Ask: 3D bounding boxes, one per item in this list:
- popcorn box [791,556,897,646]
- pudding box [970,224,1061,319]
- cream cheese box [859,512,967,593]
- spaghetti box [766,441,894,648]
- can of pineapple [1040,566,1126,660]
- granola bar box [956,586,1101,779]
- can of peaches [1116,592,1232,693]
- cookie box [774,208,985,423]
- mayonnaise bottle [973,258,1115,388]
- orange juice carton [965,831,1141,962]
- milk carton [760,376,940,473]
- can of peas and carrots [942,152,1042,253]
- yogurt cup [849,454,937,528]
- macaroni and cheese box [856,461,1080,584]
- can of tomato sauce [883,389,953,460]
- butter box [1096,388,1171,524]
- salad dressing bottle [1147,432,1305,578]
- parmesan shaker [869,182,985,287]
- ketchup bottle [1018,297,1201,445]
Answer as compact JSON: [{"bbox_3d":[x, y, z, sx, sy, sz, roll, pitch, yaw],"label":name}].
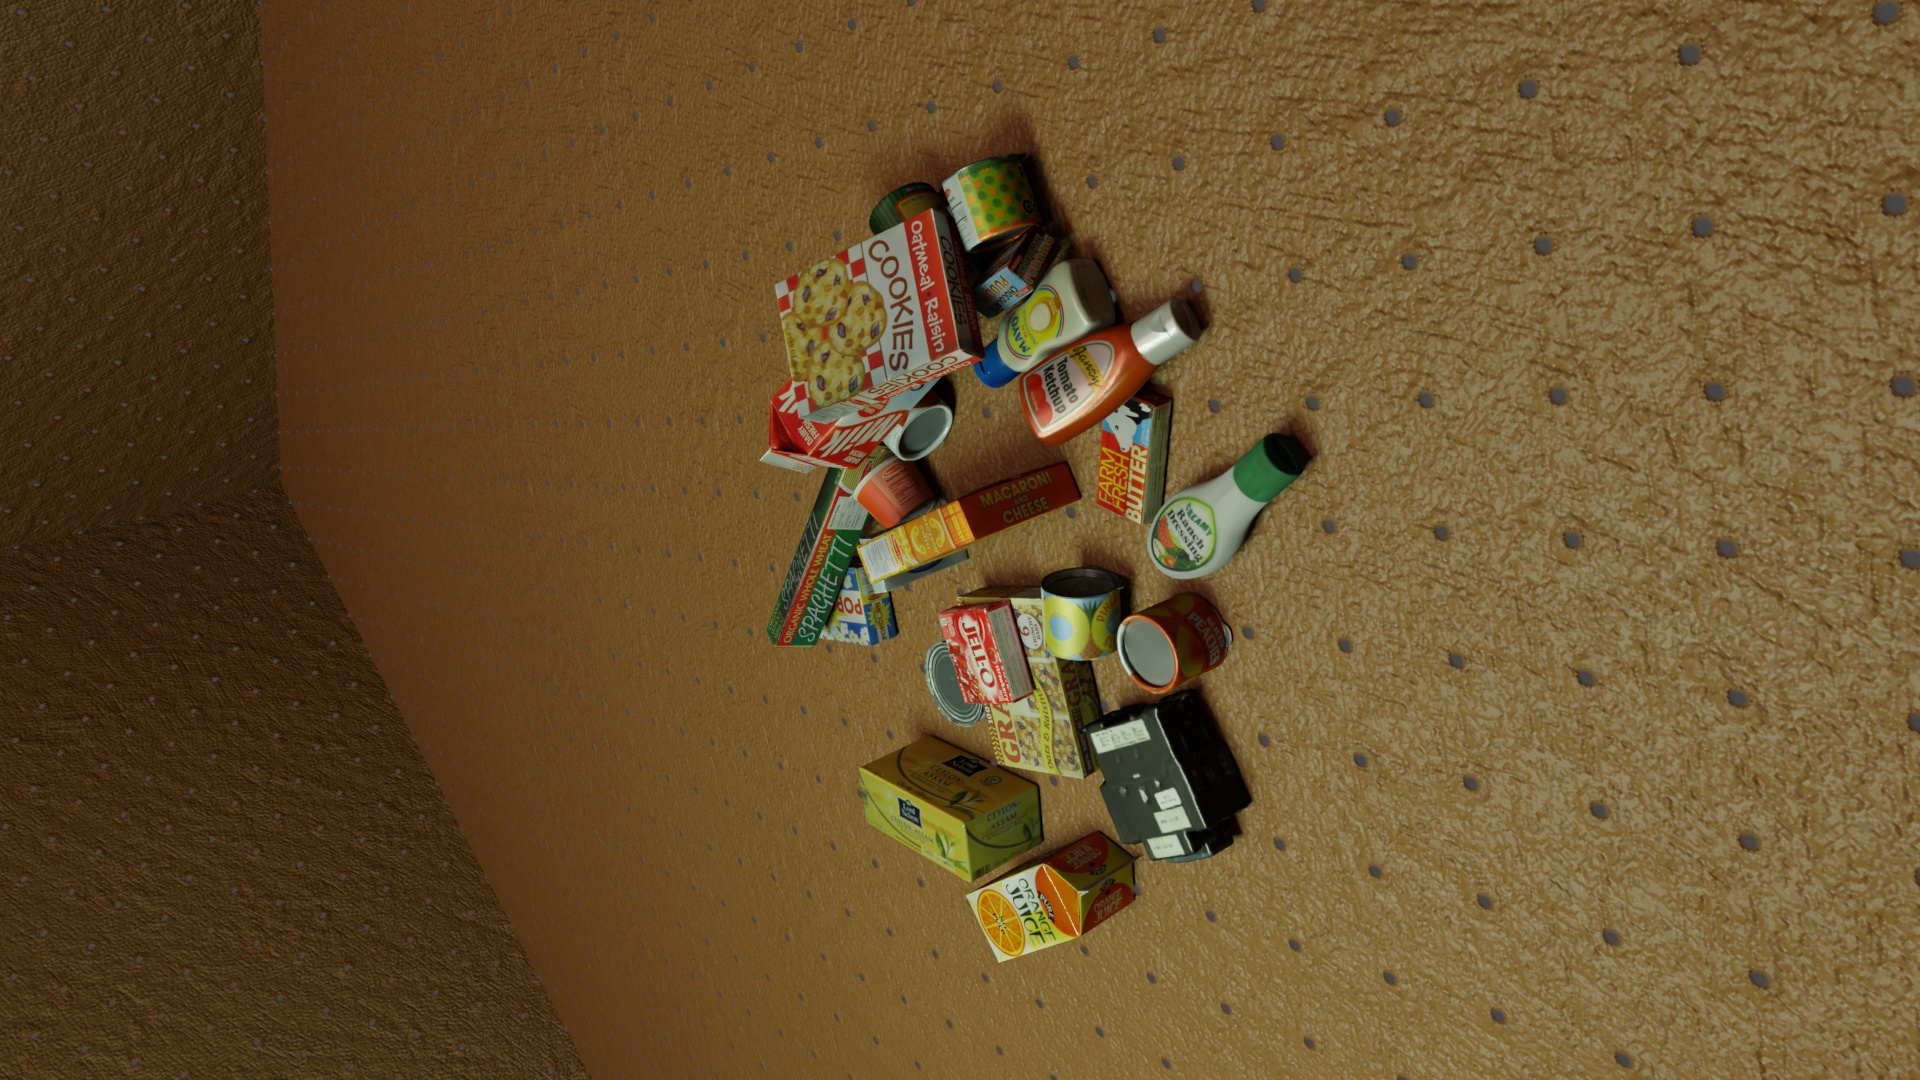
[{"bbox_3d":[-0.123,0.062,1.468,0.126,0.038,0.085,3,107,52],"label":"popcorn box"},{"bbox_3d":[0.041,-0.212,1.105,0.030,0.050,0.083,36,160,-15],"label":"pudding box"},{"bbox_3d":[-0.042,0.008,1.284,0.024,0.104,0.053,-2,105,50],"label":"cream cheese box"},{"bbox_3d":[-0.133,0.004,1.393,0.029,0.050,0.248,50,126,42],"label":"spaghetti box"},{"bbox_3d":[0.102,0.061,1.153,0.071,0.071,0.057,19,121,47],"label":"can of pineapple"},{"bbox_3d":[0.065,0.124,1.251,0.124,0.039,0.165,-3,104,53],"label":"granola bar box"},{"bbox_3d":[0.166,0.080,1.084,0.071,0.058,0.071,27,126,44],"label":"can of peaches"},{"bbox_3d":[-0.067,-0.180,1.136,0.167,0.040,0.123,-19,75,31],"label":"cookie box"},{"bbox_3d":[0.063,-0.168,1.119,0.147,0.041,0.065,-32,73,53],"label":"mayonnaise bottle"},{"bbox_3d":[0.091,0.327,1.283,0.191,0.072,0.073,-41,74,52],"label":"orange juice carton"},{"bbox_3d":[-0.095,-0.130,1.216,0.190,0.072,0.073,-45,62,17],"label":"milk carton"},{"bbox_3d":[0.028,-0.267,1.102,0.071,0.071,0.058,-18,92,54],"label":"can of peas and carrots"},{"bbox_3d":[-0.059,-0.042,1.319,0.054,0.073,0.072,51,140,12],"label":"yogurt cup"},{"bbox_3d":[0.004,-0.015,1.195,0.166,0.124,0.040,-24,88,54],"label":"macaroni and cheese box"},{"bbox_3d":[-0.055,-0.124,1.275,0.083,0.071,0.070,47,138,29],"label":"can of tomato sauce"},{"bbox_3d":[0.135,-0.068,1.086,0.053,0.024,0.103,29,127,44],"label":"butter box"},{"bbox_3d":[0.193,-0.025,1.014,0.064,0.044,0.147,60,142,16],"label":"salad dressing bottle"},{"bbox_3d":[-0.028,-0.244,1.177,0.103,0.071,0.071,58,142,16],"label":"parmesan shaker"},{"bbox_3d":[0.112,-0.130,1.045,0.148,0.043,0.065,-30,67,36],"label":"ketchup bottle"}]
